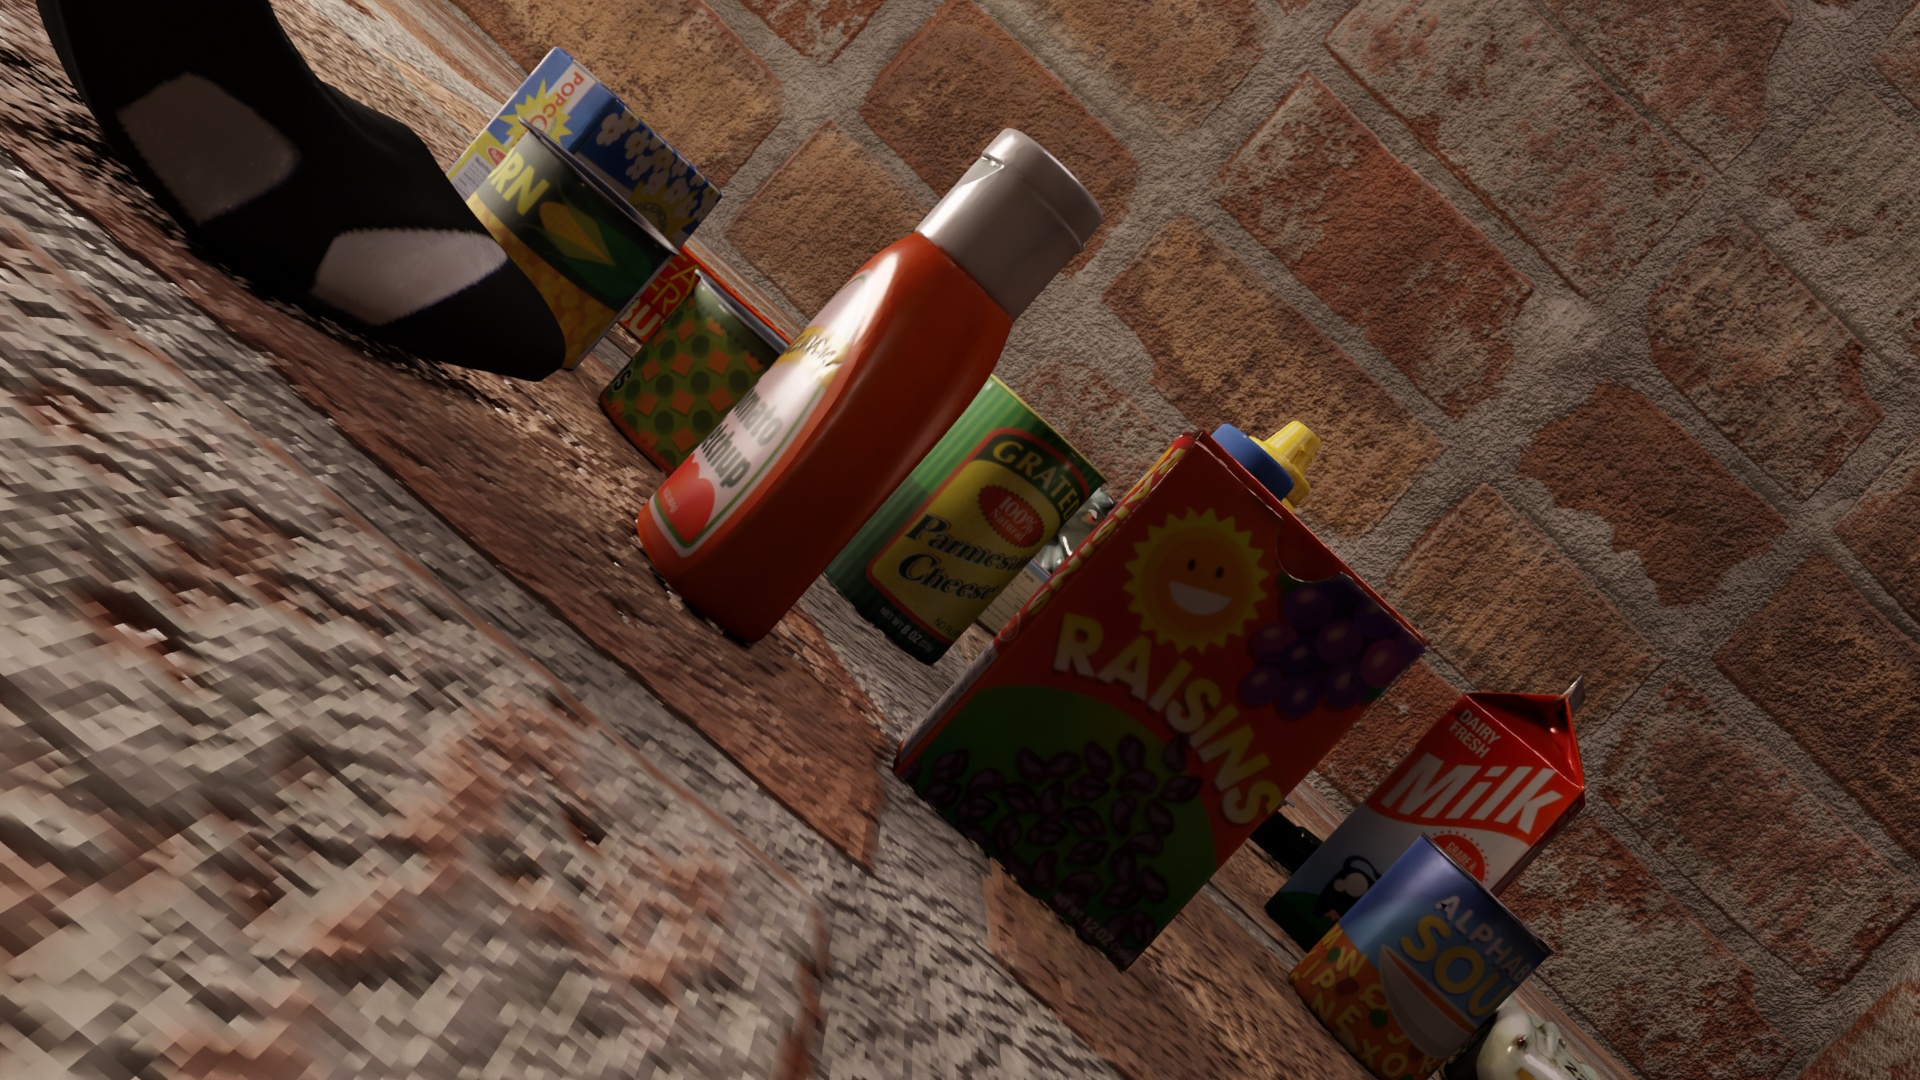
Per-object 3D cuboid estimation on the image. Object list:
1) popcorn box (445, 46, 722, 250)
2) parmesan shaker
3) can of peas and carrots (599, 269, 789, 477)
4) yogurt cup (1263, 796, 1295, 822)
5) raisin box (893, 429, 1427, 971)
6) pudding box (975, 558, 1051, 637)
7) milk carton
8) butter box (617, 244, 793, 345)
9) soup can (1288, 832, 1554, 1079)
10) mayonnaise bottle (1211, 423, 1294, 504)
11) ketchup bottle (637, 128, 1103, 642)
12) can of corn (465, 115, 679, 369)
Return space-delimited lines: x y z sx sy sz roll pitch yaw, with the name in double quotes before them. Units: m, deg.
"popcorn box" -0.163 -0.149 0.607 0.038 0.085 0.126 43 4 10
"parmesan shaker" 0.002 -0.007 0.562 0.071 0.103 0.071 42 4 -3
"can of peas and carrots" -0.089 -0.054 0.503 0.071 0.058 0.071 42 4 -3
"yogurt cup" 0.110 0.116 0.647 0.072 0.054 0.072 42 4 -3
"raisin box" 0.053 0.042 0.386 0.086 0.123 0.040 42 3 -3
"pudding box" 0.009 0.014 0.790 0.083 0.049 0.030 40 4 -29
"milk carton" 0.250 0.145 0.703 0.073 0.190 0.072 44 4 28
"butter box" -0.125 -0.103 0.715 0.103 0.053 0.024 42 4 -8
"soup can" 0.187 0.173 0.565 0.071 0.083 0.071 42 4 -3
"mayonnaise bottle" 0.063 0.021 0.529 0.041 0.148 0.065 43 3 6
"ketchup bottle" -0.023 -0.043 0.377 0.043 0.148 0.065 40 4 -30
"can of corn" -0.146 -0.105 0.494 0.071 0.058 0.071 42 4 -3
